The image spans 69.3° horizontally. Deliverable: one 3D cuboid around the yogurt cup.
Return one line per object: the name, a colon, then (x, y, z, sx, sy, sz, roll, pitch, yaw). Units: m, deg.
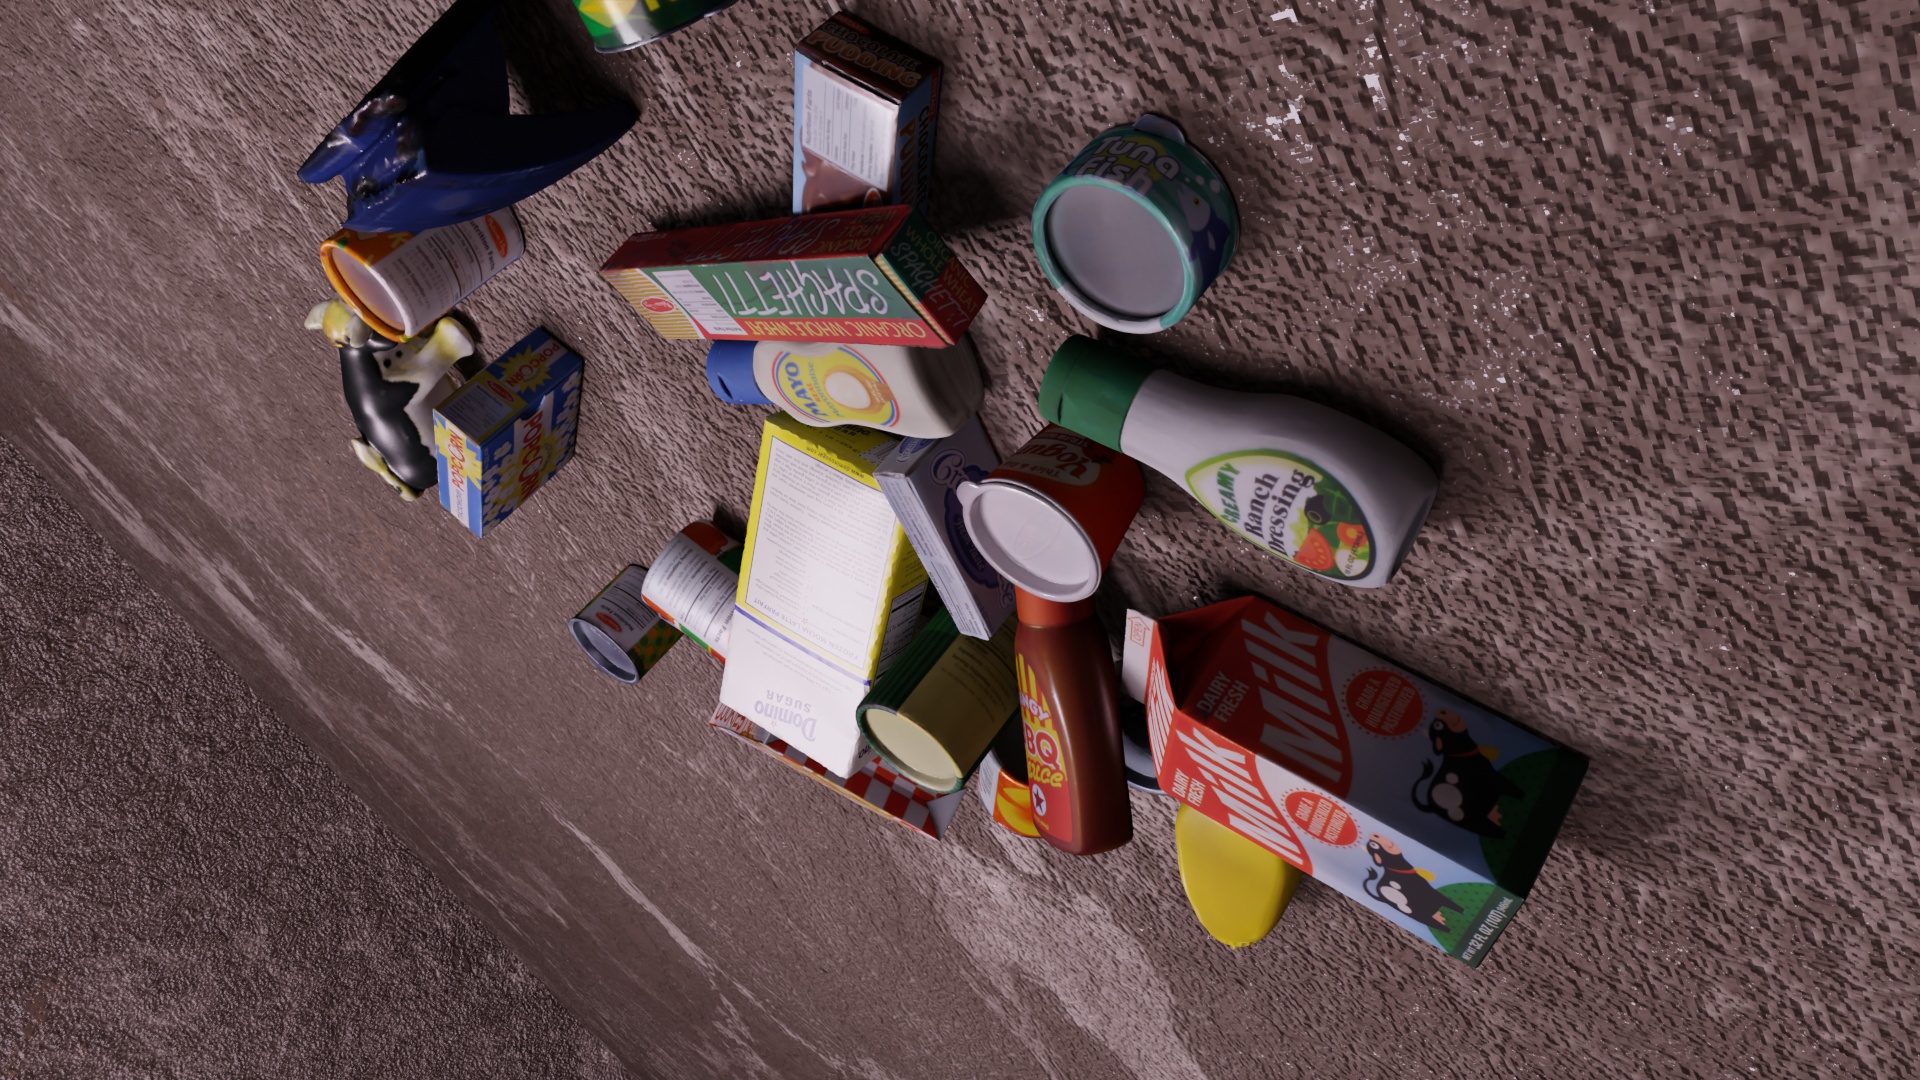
yogurt cup: (0.043, -0.015, 0.598, 0.072, 0.054, 0.072, 28, 147, 20)

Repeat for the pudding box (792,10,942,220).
pudding box: (-0.038, -0.153, 0.535, 0.050, 0.030, 0.083, 31, 148, 14)

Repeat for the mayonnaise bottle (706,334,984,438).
mayonnaise bottle: (-0.059, -0.080, 0.640, 0.148, 0.041, 0.064, 6, 135, 43)

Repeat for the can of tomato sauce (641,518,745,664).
can of tomato sauce: (-0.144, 0.036, 0.860, 0.083, 0.071, 0.070, 36, 149, 10)

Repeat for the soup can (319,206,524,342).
soup can: (-0.295, -0.159, 0.758, 0.071, 0.084, 0.071, 29, 147, 20)

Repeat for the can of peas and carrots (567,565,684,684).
can of peas and carrots: (-0.238, 0.062, 1.002, 0.071, 0.059, 0.070, 29, 148, 20)

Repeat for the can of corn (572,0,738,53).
can of corn: (-0.114, -0.218, 0.500, 0.071, 0.071, 0.058, 10, 137, 41)

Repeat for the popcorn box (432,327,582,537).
popcorn box: (-0.280, -0.065, 0.860, 0.038, 0.085, 0.126, 40, 150, 3)

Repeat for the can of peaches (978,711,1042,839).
can of peaches: (0.046, 0.120, 0.759, 0.071, 0.071, 0.057, 29, 147, 19)

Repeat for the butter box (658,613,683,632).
butter box: (-0.163, 0.054, 0.944, 0.103, 0.024, 0.052, 29, 147, 19)

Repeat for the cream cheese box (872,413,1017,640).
cream cheese box: (0.002, -0.008, 0.652, 0.024, 0.053, 0.103, 7, 136, 43)

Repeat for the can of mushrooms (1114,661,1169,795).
can of mushrooms: (0.093, 0.094, 0.703, 0.071, 0.033, 0.070, 29, 147, 21)

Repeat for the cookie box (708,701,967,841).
cookie box: (-0.082, 0.132, 0.875, 0.123, 0.040, 0.167, 32, 167, -16)

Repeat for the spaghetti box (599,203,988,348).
spaghetti box: (-0.082, -0.110, 0.596, 0.250, 0.029, 0.050, 12, 151, 52)

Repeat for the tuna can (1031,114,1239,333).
tuna can: (0.060, -0.108, 0.481, 0.071, 0.033, 0.070, 28, 148, 20)

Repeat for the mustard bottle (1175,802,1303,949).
mustard bottle: (0.147, 0.174, 0.730, 0.065, 0.049, 0.159, 24, 146, 25)

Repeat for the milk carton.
milk carton: (0.152, 0.091, 0.593, 0.191, 0.074, 0.072, 28, 147, 22)

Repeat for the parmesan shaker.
parmesan shaker: (0.000, 0.066, 0.701, 0.071, 0.103, 0.071, 28, 147, 20)

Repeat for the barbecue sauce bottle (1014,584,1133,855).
barbecue sauce bottle: (0.050, 0.070, 0.658, 0.065, 0.044, 0.148, -153, 54, -67)

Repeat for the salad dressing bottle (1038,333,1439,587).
salad dressing bottle: (0.100, -0.034, 0.521, 0.148, 0.044, 0.064, 27, 145, 22)
